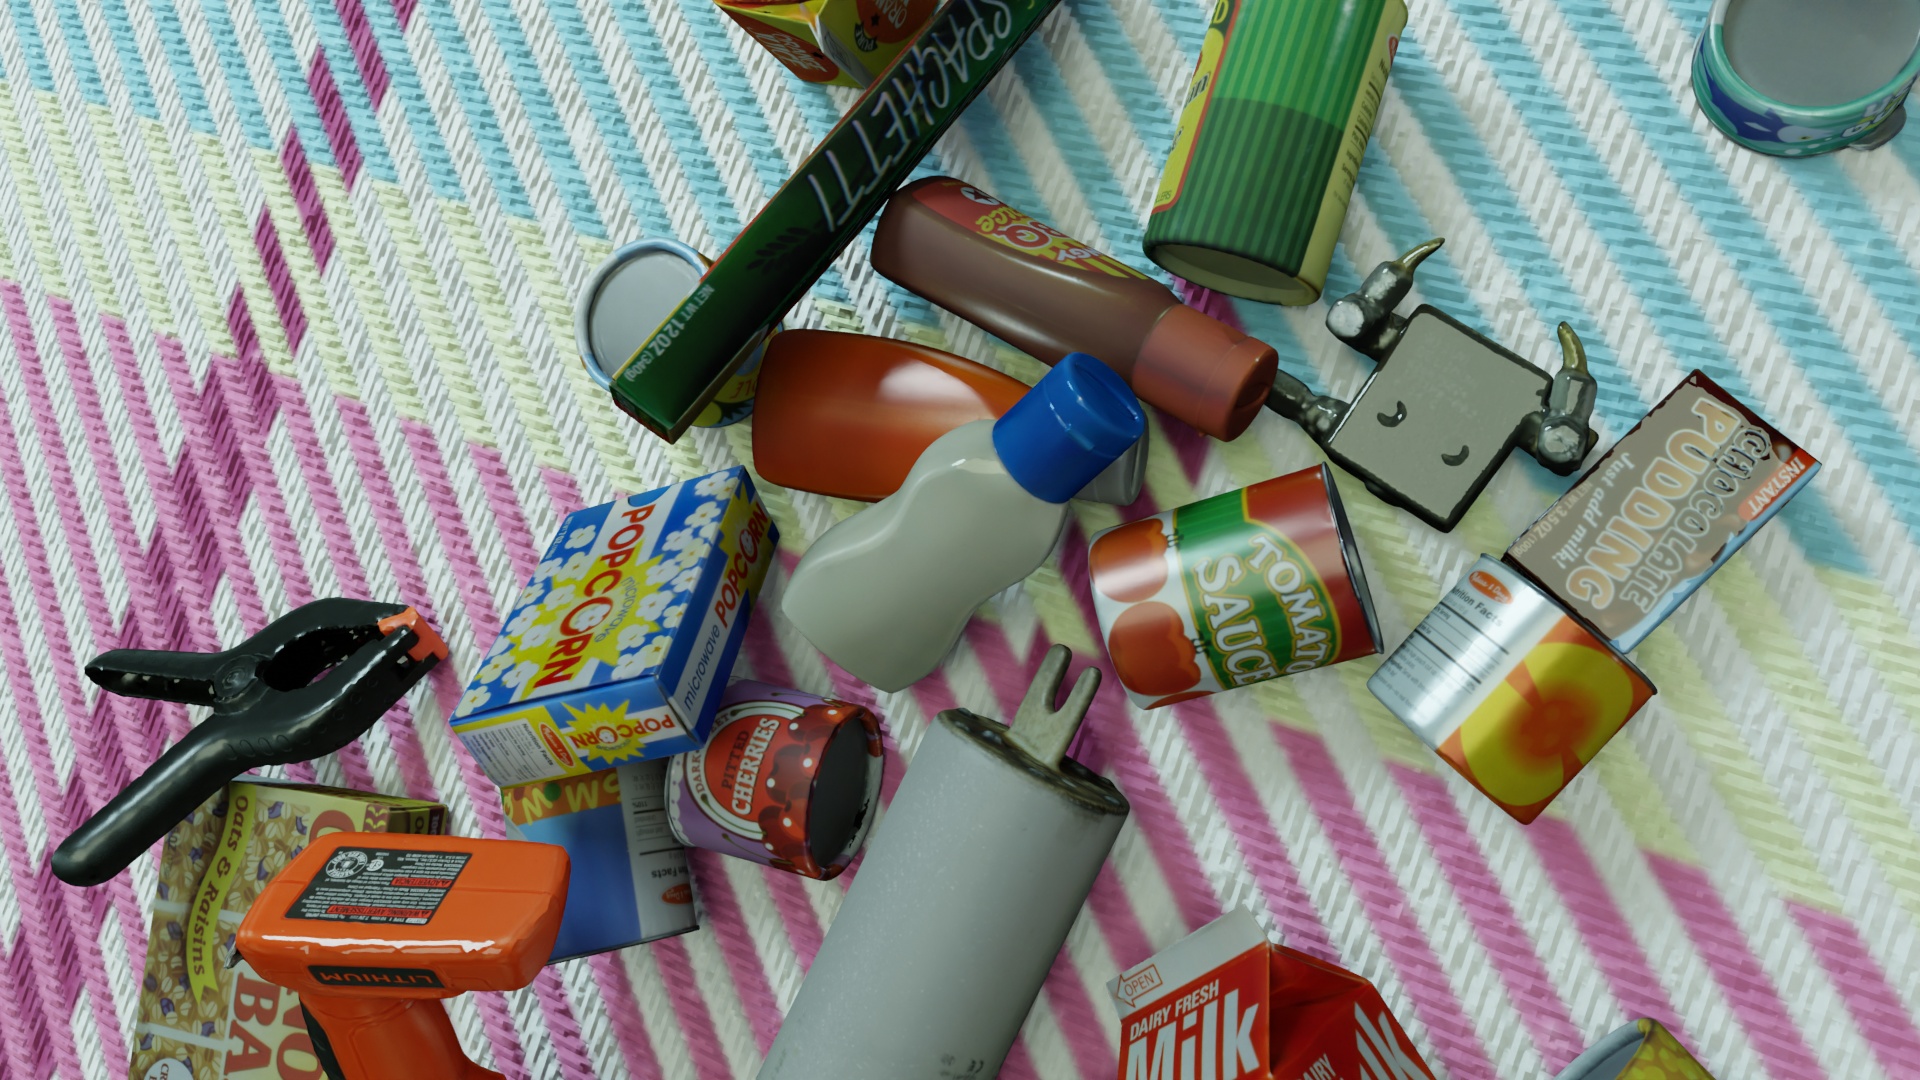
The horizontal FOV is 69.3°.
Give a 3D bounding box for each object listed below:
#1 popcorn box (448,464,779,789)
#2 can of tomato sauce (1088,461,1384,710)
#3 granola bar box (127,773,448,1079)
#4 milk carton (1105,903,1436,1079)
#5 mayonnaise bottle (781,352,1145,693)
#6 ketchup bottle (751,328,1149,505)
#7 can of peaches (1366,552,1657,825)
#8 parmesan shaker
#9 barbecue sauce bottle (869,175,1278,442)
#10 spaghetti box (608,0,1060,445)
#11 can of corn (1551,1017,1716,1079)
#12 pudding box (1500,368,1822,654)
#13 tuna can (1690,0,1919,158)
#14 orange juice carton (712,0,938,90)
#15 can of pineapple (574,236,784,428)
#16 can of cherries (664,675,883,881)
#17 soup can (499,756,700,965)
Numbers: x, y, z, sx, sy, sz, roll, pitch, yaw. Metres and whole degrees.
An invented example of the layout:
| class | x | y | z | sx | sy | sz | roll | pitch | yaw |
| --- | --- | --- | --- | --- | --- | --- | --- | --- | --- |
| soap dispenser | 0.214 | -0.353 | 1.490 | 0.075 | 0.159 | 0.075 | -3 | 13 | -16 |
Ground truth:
| class | x | y | z | sx | sy | sz | roll | pitch | yaw |
| --- | --- | --- | --- | --- | --- | --- | --- | --- | --- |
| popcorn box | -0.125 | 0.030 | 0.523 | 0.085 | 0.038 | 0.127 | -14 | 34 | 18 |
| can of tomato sauce | 0.093 | 0.017 | 0.470 | 0.083 | 0.071 | 0.071 | -17 | 78 | 18 |
| granola bar box | -0.292 | 0.190 | 0.601 | 0.124 | 0.039 | 0.165 | 3 | 84 | 21 |
| milk carton | 0.117 | 0.208 | 0.423 | 0.072 | 0.074 | 0.191 | -44 | 70 | 36 |
| mayonnaise bottle | 0.002 | -0.006 | 0.489 | 0.064 | 0.041 | 0.147 | 40 | 123 | -13 |
| ketchup bottle | -0.005 | -0.042 | 0.526 | 0.149 | 0.043 | 0.064 | 10 | 96 | 20 |
| can of peaches | 0.174 | 0.048 | 0.439 | 0.071 | 0.071 | 0.058 | 43 | 98 | 19 |
| parmesan shaker | 0.108 | -0.142 | 0.484 | 0.071 | 0.071 | 0.103 | 17 | 89 | 21 |
| barbecue sauce bottle | 0.041 | -0.084 | 0.502 | 0.149 | 0.065 | 0.043 | 32 | 118 | 23 |
| spaghetti box | -0.036 | -0.139 | 0.513 | 0.028 | 0.050 | 0.250 | 40 | 81 | -7 |
| can of corn | 0.202 | 0.185 | 0.407 | 0.071 | 0.071 | 0.058 | -46 | 70 | 9 |
| pudding box | 0.223 | -0.008 | 0.447 | 0.083 | 0.030 | 0.050 | -46 | 72 | 9 |
| tuna can | 0.276 | -0.159 | 0.447 | 0.071 | 0.033 | 0.071 | -3 | 82 | 20 |
| orange juice carton | -0.069 | -0.263 | 0.564 | 0.073 | 0.072 | 0.193 | -24 | 75 | 16 |
| can of pineapple | -0.111 | -0.083 | 0.562 | 0.071 | 0.058 | 0.071 | -3 | 82 | 19 |
| can of cherries | -0.069 | 0.088 | 0.517 | 0.058 | 0.071 | 0.071 | 10 | 87 | 20 |
| soup can | -0.145 | 0.118 | 0.542 | 0.071 | 0.071 | 0.084 | -17 | 77 | 17 |
